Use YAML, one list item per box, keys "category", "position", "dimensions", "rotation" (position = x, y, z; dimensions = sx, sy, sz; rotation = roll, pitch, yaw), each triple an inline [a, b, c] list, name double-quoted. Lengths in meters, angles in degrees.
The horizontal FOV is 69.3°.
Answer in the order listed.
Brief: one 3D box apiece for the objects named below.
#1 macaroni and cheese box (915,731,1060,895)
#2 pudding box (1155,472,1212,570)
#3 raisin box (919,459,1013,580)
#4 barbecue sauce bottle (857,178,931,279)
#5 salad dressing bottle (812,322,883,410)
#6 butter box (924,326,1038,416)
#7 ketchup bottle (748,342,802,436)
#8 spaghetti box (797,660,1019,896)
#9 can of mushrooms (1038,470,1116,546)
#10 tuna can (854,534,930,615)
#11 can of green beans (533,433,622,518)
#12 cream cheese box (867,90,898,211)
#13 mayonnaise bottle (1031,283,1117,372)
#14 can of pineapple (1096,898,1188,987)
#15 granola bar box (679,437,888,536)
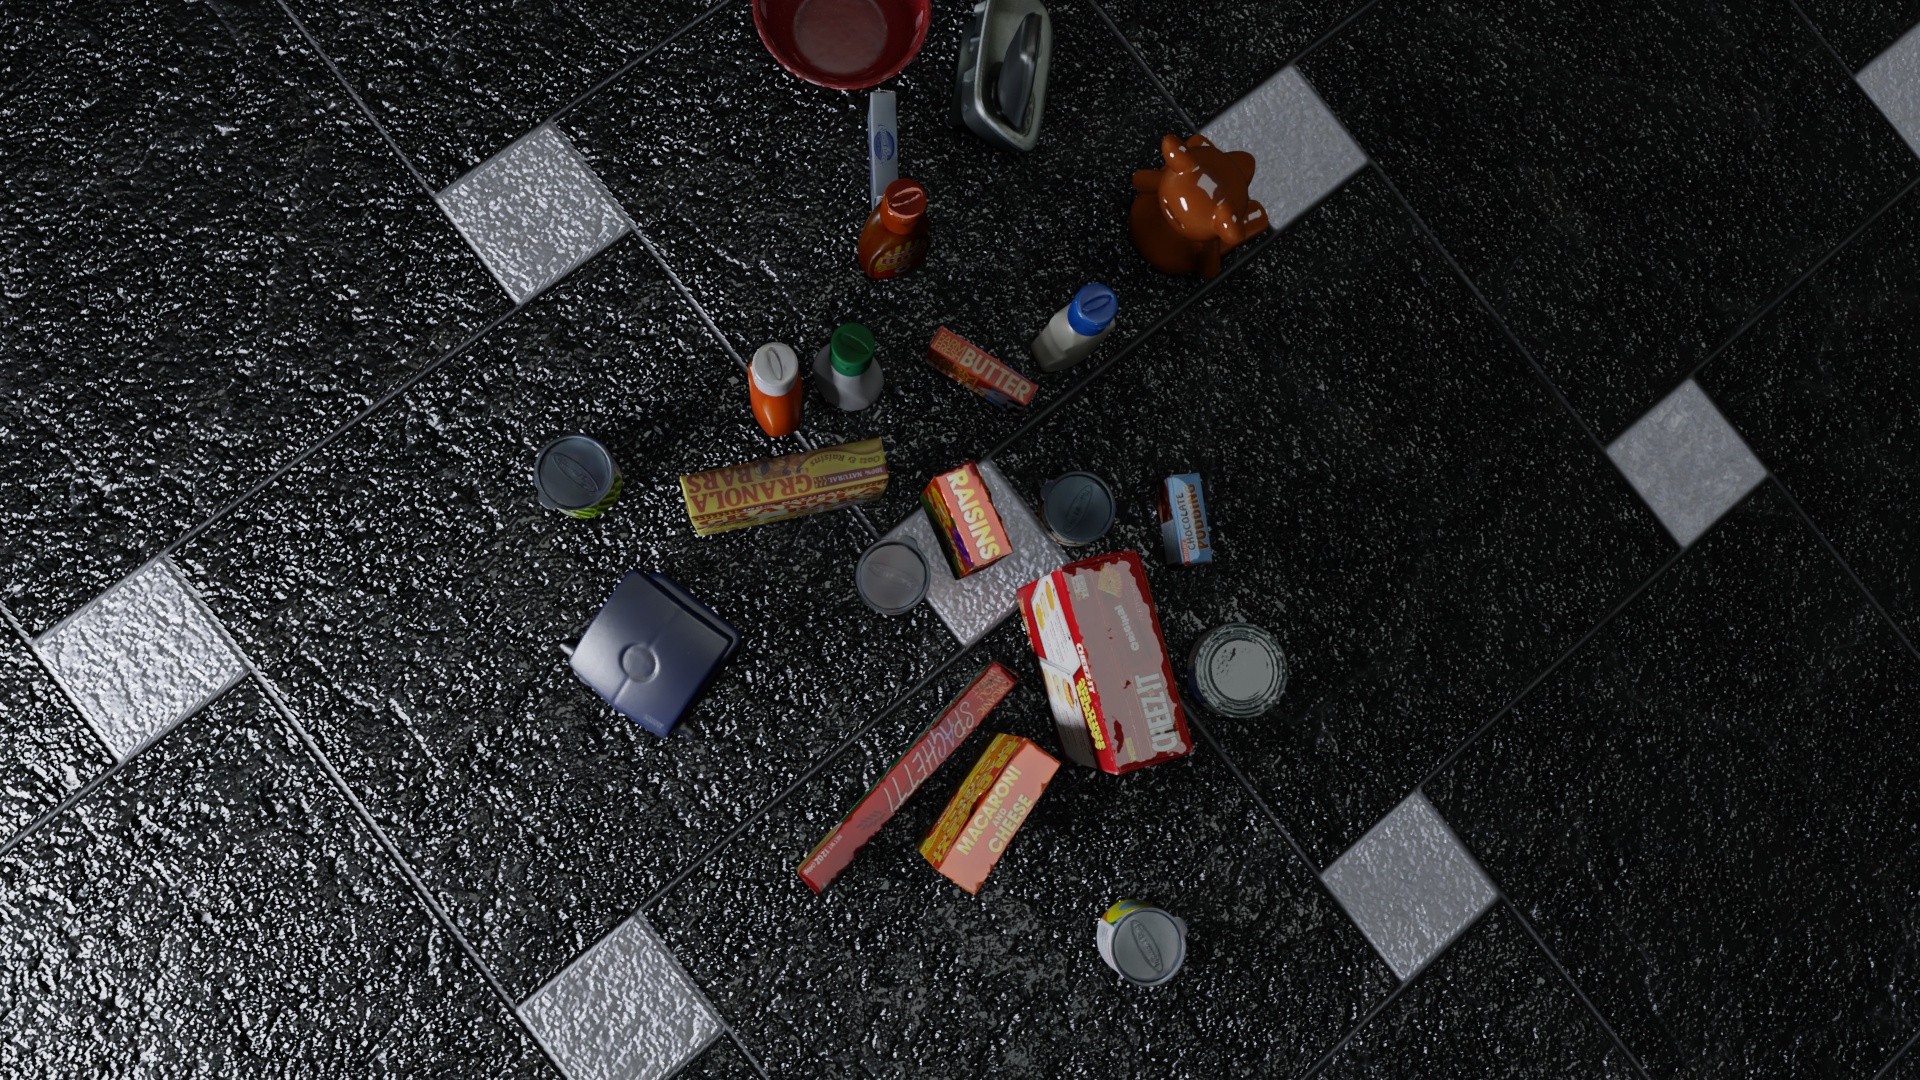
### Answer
- category: "macaroni and cheese box"
  position: [0.019, 0.220, 1.145]
  dimensions: [0.040, 0.166, 0.124]
  rotation: [35, 80, -2]
- category: "pudding box"
  position: [0.202, -0.017, 1.259]
  dimensions: [0.030, 0.049, 0.084]
  rotation: [-7, 84, -8]
- category: "raisin box"
  position: [0.004, -0.015, 1.196]
  dimensions: [0.040, 0.123, 0.086]
  rotation: [-23, 86, -9]
- category: "barbecue sauce bottle"
  position: [-0.055, -0.272, 1.209]
  dimensions: [0.065, 0.148, 0.043]
  rotation: [-22, 86, -9]
- category: "salad dressing bottle"
  position: [-0.095, -0.149, 1.188]
  dimensions: [0.064, 0.147, 0.044]
  rotation: [31, 81, -3]
- category: "butter box"
  position: [0.017, -0.151, 1.251]
  dimensions: [0.103, 0.053, 0.024]
  rotation: [31, 81, -2]
- category: "ketchup bottle"
  position: [-0.157, -0.132, 1.177]
  dimensions: [0.043, 0.148, 0.065]
  rotation: [-17, 86, -9]
- category: "spaghetti box"
  position: [-0.045, 0.201, 1.199]
  dimensions: [0.028, 0.050, 0.250]
  rotation: [44, 80, 0]
- category: "can of mushrooms"
  position: [0.103, -0.030, 1.256]
  dimensions: [0.071, 0.033, 0.071]
  rotation: [1, 83, -7]
- category: "tuna can"
  position: [-0.060, 0.030, 1.228]
  dimensions: [0.071, 0.033, 0.071]
  rotation: [1, 83, -7]
- category: "can of green beans"
  position: [-0.327, -0.054, 1.192]
  dimensions: [0.071, 0.057, 0.071]
  rotation: [1, 83, -7]
- category: "cream cheese box"
  position: [-0.070, -0.350, 1.265]
  dimensions: [0.024, 0.053, 0.104]
  rotation: [-2, 83, -7]
- category: "mayonnaise bottle"
  position: [0.104, -0.188, 1.218]
  dimensions: [0.065, 0.148, 0.041]
  rotation: [-26, 87, -9]
- category: "can of pineapple"
  position: [0.157, 0.347, 1.202]
  dimensions: [0.071, 0.058, 0.071]
  rotation: [1, 83, -7]
- category: "granola bar box"
  position: [-0.148, -0.043, 1.180]
  dimensions: [0.166, 0.124, 0.039]
  rotation: [-12, 85, -9]
